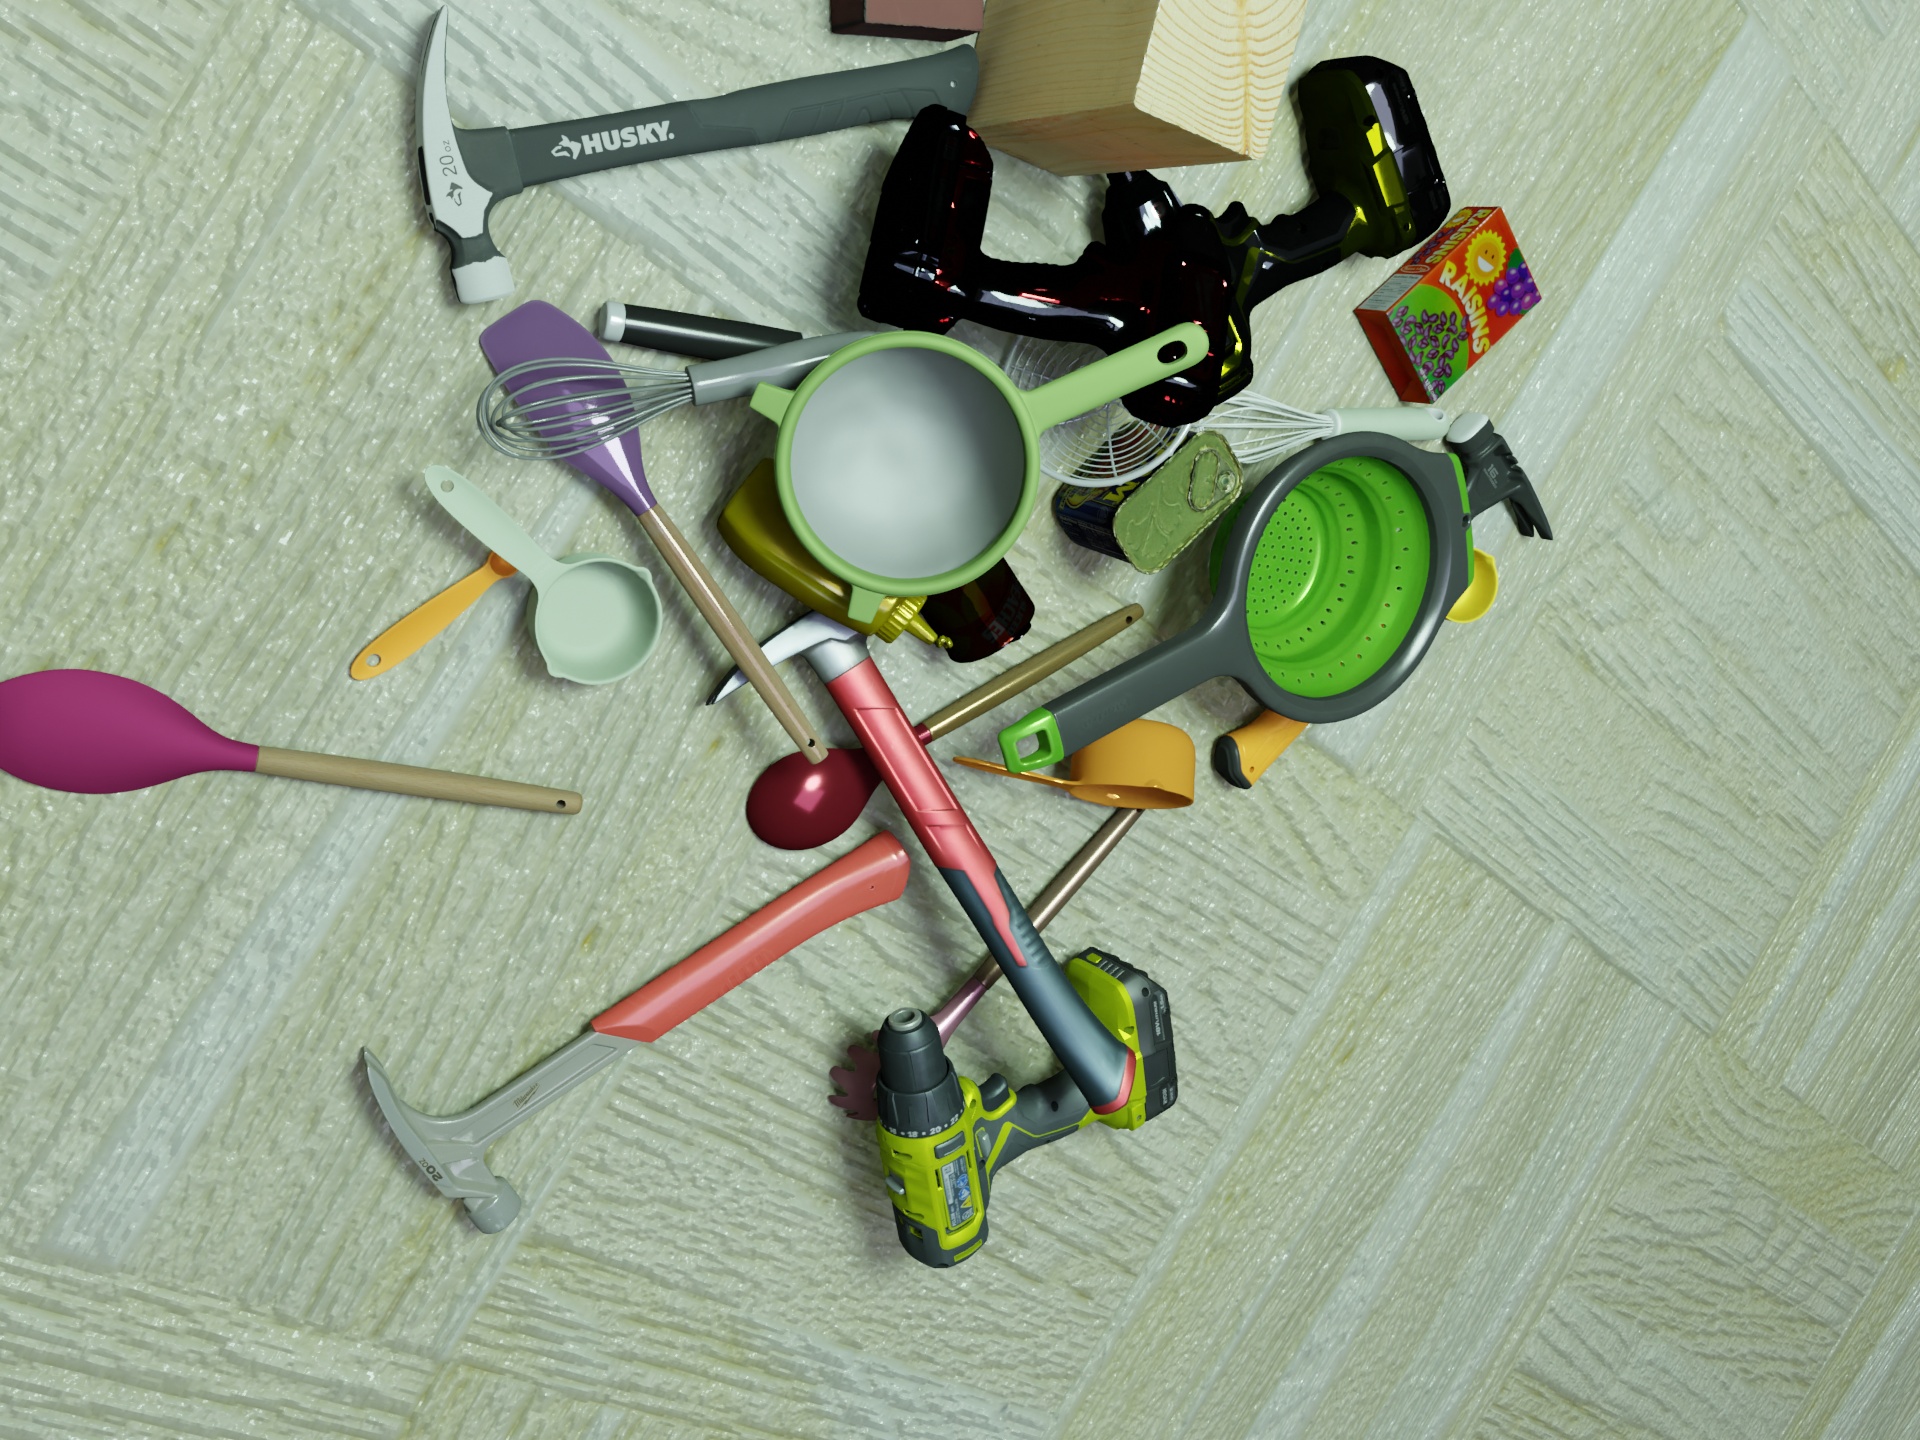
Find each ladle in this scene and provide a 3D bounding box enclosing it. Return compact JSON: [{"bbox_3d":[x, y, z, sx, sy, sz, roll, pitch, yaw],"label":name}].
[{"bbox_3d":[-0.002,-0.003,1.076,0.315,0.031,0.069,-30,116,-18],"label":"ladle"}]

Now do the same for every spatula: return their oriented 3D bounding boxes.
[{"bbox_3d":[-0.168,-0.104,0.936,0.060,0.018,0.315,-37,106,-14],"label":"spatula"}]

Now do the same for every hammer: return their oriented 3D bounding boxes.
[{"bbox_3d":[0.317,-0.074,1.214,0.337,0.034,0.127,-47,119,-8],"label":"hammer"},{"bbox_3d":[-0.140,-0.344,0.900,0.334,0.035,0.146,-19,113,-21],"label":"hammer"},{"bbox_3d":[-0.191,0.172,1.023,0.359,0.037,0.149,-33,117,-15],"label":"hammer"},{"bbox_3d":[-0.009,0.102,1.031,0.143,0.038,0.386,-34,99,-16],"label":"hammer"}]

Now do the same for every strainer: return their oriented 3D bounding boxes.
[{"bbox_3d":[0.017,-0.173,0.917,0.256,0.069,0.151,-23,110,5],"label":"strainer"}]

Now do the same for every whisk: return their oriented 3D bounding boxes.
[{"bbox_3d":[0.258,-0.211,1.141,0.246,0.058,0.059,-7,144,-29],"label":"whisk"},{"bbox_3d":[-0.151,-0.191,0.896,0.239,0.055,0.055,-14,111,-16],"label":"whisk"}]

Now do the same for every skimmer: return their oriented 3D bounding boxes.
[{"bbox_3d":[-0.028,-0.219,0.960,0.363,0.090,0.127,4,88,-27],"label":"skimmer"}]

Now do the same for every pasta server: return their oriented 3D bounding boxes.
[{"bbox_3d":[0.028,0.166,1.141,0.316,0.040,0.060,-47,120,-12],"label":"pasta server"}]

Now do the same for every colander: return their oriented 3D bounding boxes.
[{"bbox_3d":[0.176,-0.072,1.095,0.397,0.095,0.204,-27,118,-20],"label":"colander"}]

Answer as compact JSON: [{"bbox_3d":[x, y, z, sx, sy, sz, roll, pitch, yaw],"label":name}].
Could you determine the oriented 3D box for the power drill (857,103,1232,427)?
[{"bbox_3d":[0.060,-0.272,0.947,0.219,0.078,0.143,16,71,-15],"label":"power drill"}]

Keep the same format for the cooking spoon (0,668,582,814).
[{"bbox_3d":[-0.370,0.025,0.898,0.318,0.017,0.068,11,100,-29],"label":"cooking spoon"}]

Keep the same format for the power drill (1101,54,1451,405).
[{"bbox_3d":[0.203,-0.336,1.056,0.223,0.080,0.171,-36,118,-11],"label":"power drill"}]

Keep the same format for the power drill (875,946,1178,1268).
[{"bbox_3d":[0.040,0.252,1.116,0.228,0.080,0.190,-23,117,-30],"label":"power drill"}]

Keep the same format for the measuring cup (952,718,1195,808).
[{"bbox_3d":[0.081,0.021,1.101,0.173,0.095,0.052,11,77,-13],"label":"measuring cup"}]

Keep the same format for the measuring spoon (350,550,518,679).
[{"bbox_3d":[-0.302,-0.063,0.914,0.117,0.011,0.021,-39,131,-8],"label":"measuring spoon"}]

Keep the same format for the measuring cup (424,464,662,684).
[{"bbox_3d":[-0.245,-0.089,0.914,0.083,0.038,0.167,-49,122,-7],"label":"measuring cup"}]

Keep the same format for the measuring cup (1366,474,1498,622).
[{"bbox_3d":[0.340,-0.138,1.180,0.062,0.029,0.156,-44,106,-7],"label":"measuring cup"}]
